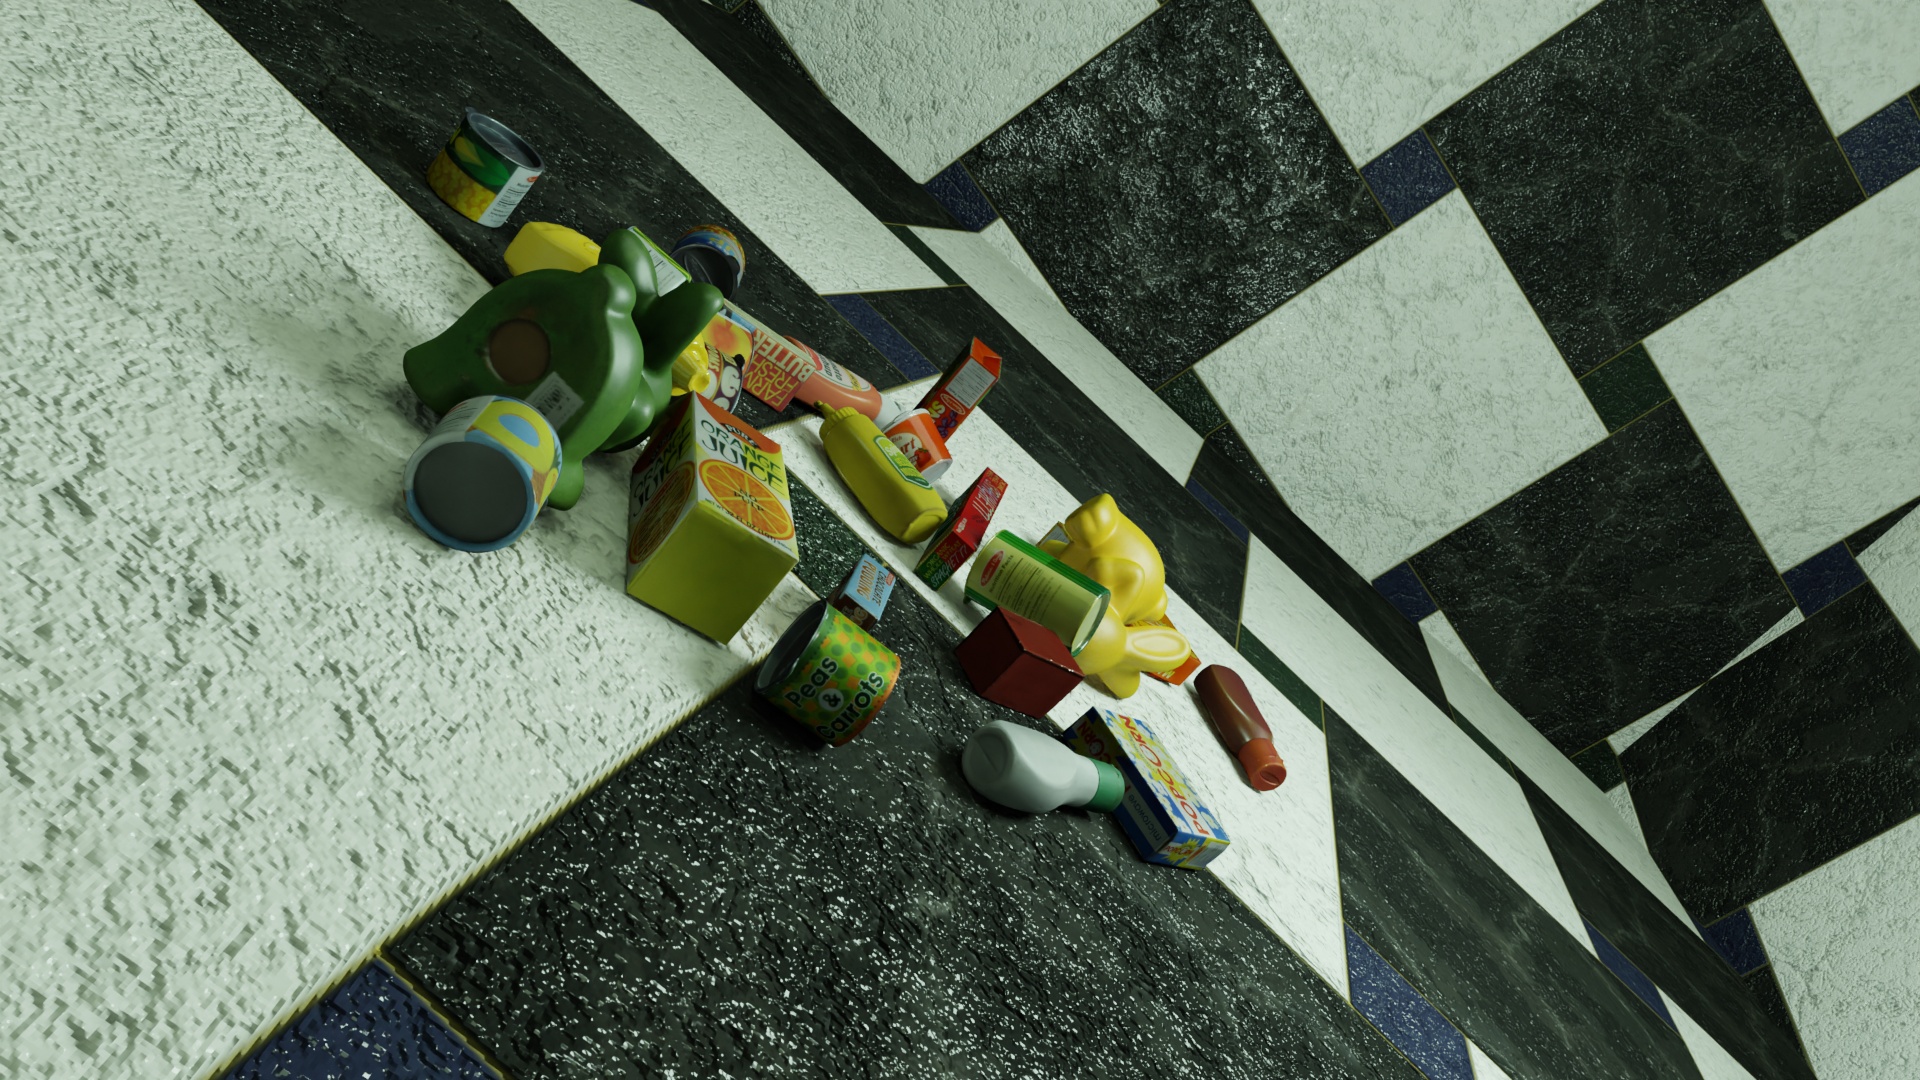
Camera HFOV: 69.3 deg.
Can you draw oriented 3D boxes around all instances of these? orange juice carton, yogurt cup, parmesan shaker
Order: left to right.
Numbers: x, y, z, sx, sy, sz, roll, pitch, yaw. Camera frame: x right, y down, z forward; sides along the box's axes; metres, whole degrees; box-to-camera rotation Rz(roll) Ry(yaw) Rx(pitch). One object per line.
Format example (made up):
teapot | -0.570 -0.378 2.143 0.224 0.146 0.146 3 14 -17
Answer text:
orange juice carton | -0.157 -0.028 0.866 0.072 0.073 0.193 33 19 -27
yogurt cup | -0.044 -0.079 1.265 0.054 0.072 0.072 55 19 12
parmesan shaker | 0.062 0.046 1.139 0.103 0.071 0.071 31 12 18

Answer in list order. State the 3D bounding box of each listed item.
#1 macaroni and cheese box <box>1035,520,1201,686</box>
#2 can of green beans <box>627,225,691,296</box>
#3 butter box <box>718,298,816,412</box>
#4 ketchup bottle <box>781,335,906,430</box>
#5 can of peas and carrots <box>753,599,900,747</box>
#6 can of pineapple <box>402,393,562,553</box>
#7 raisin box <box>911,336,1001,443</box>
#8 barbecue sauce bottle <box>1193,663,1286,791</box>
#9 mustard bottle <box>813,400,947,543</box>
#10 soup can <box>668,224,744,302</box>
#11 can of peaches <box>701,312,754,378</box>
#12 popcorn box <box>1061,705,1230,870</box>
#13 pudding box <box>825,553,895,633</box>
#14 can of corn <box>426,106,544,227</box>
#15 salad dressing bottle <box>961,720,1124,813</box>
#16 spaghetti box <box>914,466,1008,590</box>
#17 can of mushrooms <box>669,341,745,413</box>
macaroni and cheese box | 0.159 0.065 1.411 0.123 0.040 0.167 27 22 -41
can of green beans | -0.253 -0.201 1.083 0.058 0.071 0.071 42 17 -7
butter box | -0.176 -0.156 1.168 0.103 0.053 0.024 33 17 -33
ketchup bottle | -0.111 -0.135 1.282 0.148 0.043 0.065 25 24 -46
can of peas and carrots | -0.076 0.078 0.804 0.058 0.070 0.071 39 17 -16
can of pineapple | -0.240 -0.033 0.706 0.071 0.071 0.058 38 18 -18
raisin box | -0.013 -0.134 1.363 0.040 0.123 0.086 38 17 -11
barbecue sauce bottle | 0.282 0.187 1.386 0.065 0.043 0.149 34 20 -28
mustard bottle | -0.078 -0.067 1.181 0.160 0.048 0.065 50 16 20
soup can | -0.225 -0.241 1.234 0.071 0.071 0.084 38 17 -18
can of peaches | -0.202 -0.145 1.066 0.058 0.071 0.071 28 22 -41
popcorn box | 0.143 0.191 1.071 0.085 0.038 0.127 23 26 -48
pudding box | -0.073 0.046 0.919 0.030 0.049 0.084 40 17 -7
can of corn | -0.360 -0.281 1.047 0.071 0.058 0.071 39 17 -14
salad dressing bottle | 0.061 0.161 0.955 0.147 0.044 0.064 25 23 -49
spaghetti box | 0.004 -0.016 1.240 0.028 0.050 0.251 43 17 -5
can of mushrooms | -0.189 -0.111 1.002 0.033 0.071 0.071 28 22 -38
